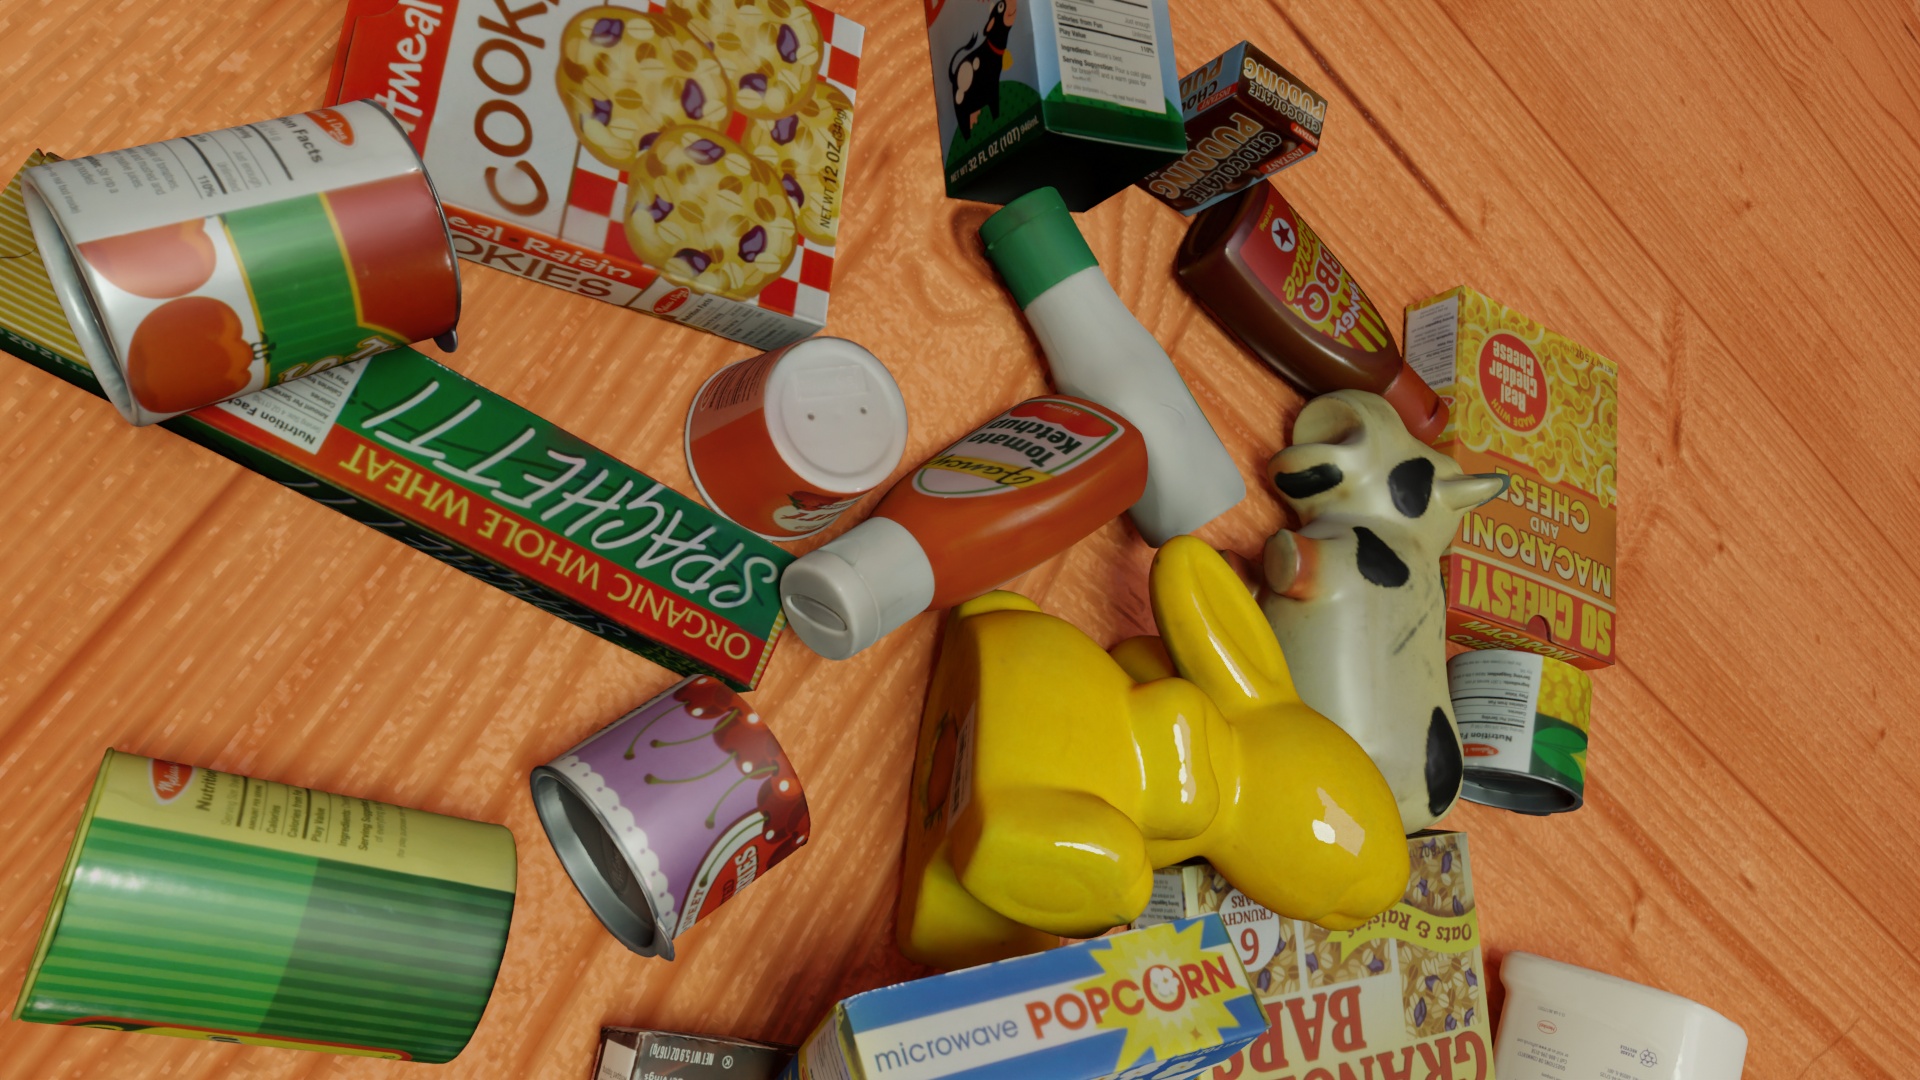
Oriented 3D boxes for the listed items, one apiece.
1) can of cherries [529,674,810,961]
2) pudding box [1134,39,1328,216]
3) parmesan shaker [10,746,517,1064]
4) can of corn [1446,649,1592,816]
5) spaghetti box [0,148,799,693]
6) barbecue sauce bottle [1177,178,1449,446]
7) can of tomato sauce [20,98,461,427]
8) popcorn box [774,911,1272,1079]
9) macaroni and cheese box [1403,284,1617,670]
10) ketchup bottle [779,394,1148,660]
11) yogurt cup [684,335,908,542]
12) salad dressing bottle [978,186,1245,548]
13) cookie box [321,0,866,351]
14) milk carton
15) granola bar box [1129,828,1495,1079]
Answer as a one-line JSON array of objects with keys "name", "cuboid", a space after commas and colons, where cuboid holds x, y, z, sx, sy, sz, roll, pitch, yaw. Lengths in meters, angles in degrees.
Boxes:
[{"name": "can of cherries", "cuboid": [-0.087, 0.085, 0.425, 0.058, 0.071, 0.071, -31, 98, -34]}, {"name": "pudding box", "cuboid": [0.109, -0.174, 0.596, 0.049, 0.083, 0.030, 24, 71, -27]}, {"name": "parmesan shaker", "cuboid": [-0.177, 0.099, 0.363, 0.103, 0.071, 0.071, 20, 70, -28]}, {"name": "can of corn", "cuboid": [0.257, 0.090, 0.645, 0.071, 0.071, 0.058, 26, 67, -26]}, {"name": "spaghetti box", "cuboid": [-0.163, -0.025, 0.423, 0.250, 0.028, 0.050, 30, 65, -24]}, {"name": "barbecue sauce bottle", "cuboid": [0.165, -0.097, 0.639, 0.148, 0.043, 0.065, 41, 56, -19]}, {"name": "can of tomato sauce", "cuboid": [-0.184, -0.071, 0.363, 0.083, 0.071, 0.071, -26, 95, -34]}, {"name": "popcorn box", "cuboid": [0.014, 0.153, 0.407, 0.127, 0.084, 0.038, -4, 55, -27]}, {"name": "macaroni and cheese box", "cuboid": [0.276, -0.028, 0.696, 0.124, 0.040, 0.167, 17, 71, -28]}, {"name": "ketchup bottle", "cuboid": [0.002, -0.006, 0.494, 0.149, 0.065, 0.043, -33, 130, -40]}, {"name": "yogurt cup", "cuboid": [-0.054, -0.037, 0.480, 0.072, 0.054, 0.072, 8, 75, -31]}, {"name": "salad dressing bottle", "cuboid": [0.059, -0.070, 0.558, 0.044, 0.064, 0.147, -30, 89, -10]}, {"name": "cookie box", "cuboid": [-0.119, -0.147, 0.470, 0.167, 0.040, 0.123, 14, 73, -29]}, {"name": "milk carton", "cuboid": [0.032, -0.239, 0.567, 0.073, 0.072, 0.190, -2, 82, -33]}, {"name": "granola bar box", "cuboid": [0.146, 0.188, 0.569, 0.166, 0.039, 0.124, 2, 79, -32]}]
